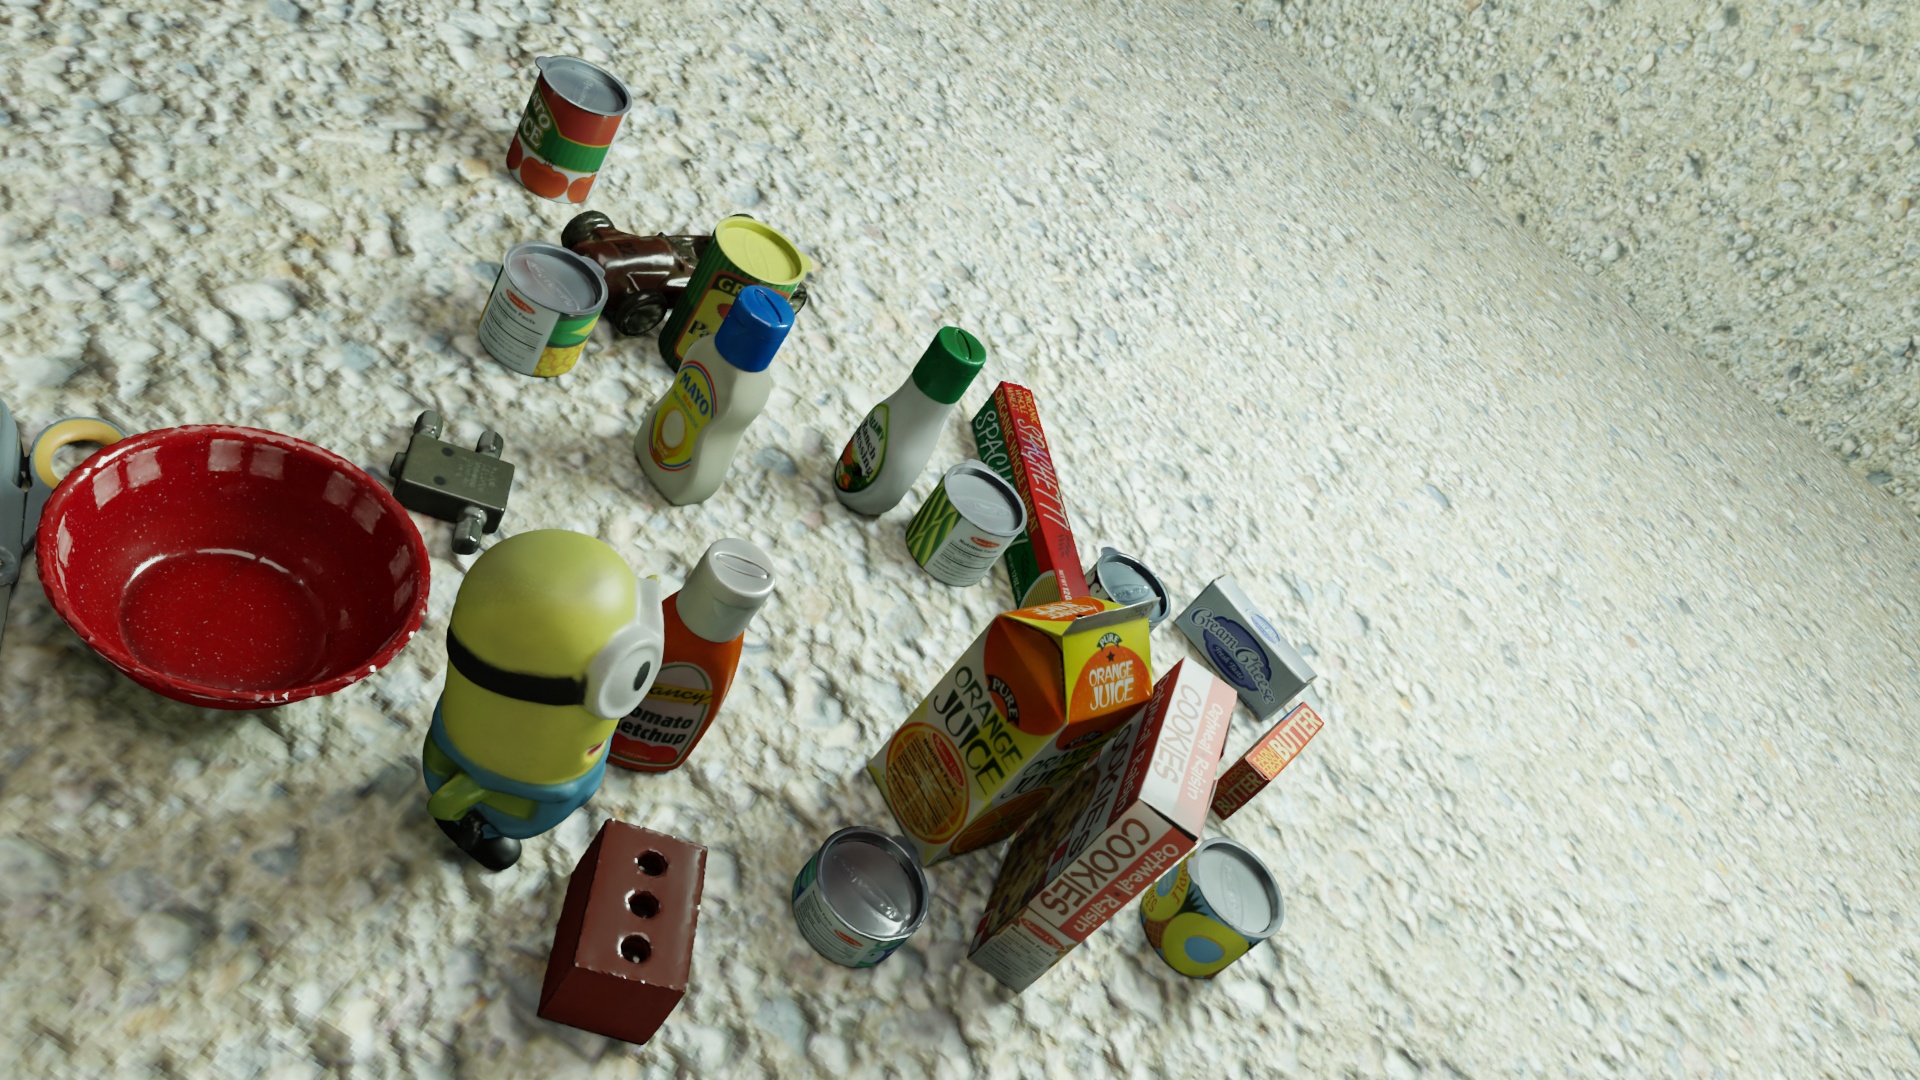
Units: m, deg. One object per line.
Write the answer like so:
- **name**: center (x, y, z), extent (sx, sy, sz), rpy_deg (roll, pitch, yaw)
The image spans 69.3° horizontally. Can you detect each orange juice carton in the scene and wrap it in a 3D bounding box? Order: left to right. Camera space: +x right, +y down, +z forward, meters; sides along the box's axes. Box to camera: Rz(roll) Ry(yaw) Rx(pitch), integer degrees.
- **orange juice carton**: center (0.034, 0.095, 0.764), extent (0.072, 0.191, 0.073), rpy_deg (-7, 55, -45)

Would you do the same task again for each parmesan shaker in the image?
- **parmesan shaker**: center (-0.156, -0.161, 0.955), extent (0.071, 0.102, 0.072), rpy_deg (23, 39, -20)

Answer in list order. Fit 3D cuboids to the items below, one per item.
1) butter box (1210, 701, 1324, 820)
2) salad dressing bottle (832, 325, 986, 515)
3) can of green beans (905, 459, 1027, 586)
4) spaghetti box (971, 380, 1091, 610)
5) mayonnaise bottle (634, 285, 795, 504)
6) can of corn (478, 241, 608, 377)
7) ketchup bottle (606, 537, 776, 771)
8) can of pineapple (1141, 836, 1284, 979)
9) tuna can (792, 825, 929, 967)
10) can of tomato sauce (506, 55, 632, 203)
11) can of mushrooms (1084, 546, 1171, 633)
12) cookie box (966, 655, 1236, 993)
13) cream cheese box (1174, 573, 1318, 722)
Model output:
- **butter box**: center (0.212, 0.153, 0.970), extent (0.024, 0.053, 0.104), rpy_deg (48, 37, 13)
- **salad dressing bottle**: center (-0.034, -0.080, 0.933), extent (0.044, 0.147, 0.064), rpy_deg (13, 43, -31)
- **can of green beans**: center (0.003, -0.011, 0.966), extent (0.071, 0.057, 0.071), rpy_deg (23, 39, -20)
- **spaghetti box**: center (0.051, -0.019, 1.021), extent (0.029, 0.050, 0.251), rpy_deg (15, 42, -28)
- **mayonnaise bottle**: center (-0.149, -0.090, 0.846), extent (0.041, 0.147, 0.065), rpy_deg (-13, 59, -47)
- **can of corn**: center (-0.265, -0.147, 0.886), extent (0.071, 0.058, 0.071), rpy_deg (23, 39, -20)
- **ketchup bottle**: center (-0.139, 0.058, 0.695), extent (0.065, 0.148, 0.044), rpy_deg (21, 39, -23)
- **can of pineapple**: center (0.150, 0.221, 0.839), extent (0.071, 0.057, 0.071), rpy_deg (23, 39, -20)
- **tuna can**: center (-0.051, 0.185, 0.729), extent (0.071, 0.032, 0.071), rpy_deg (23, 39, -20)
- **can of tomato sauce**: center (-0.287, -0.298, 1.009), extent (0.071, 0.082, 0.071), rpy_deg (23, 39, -20)
- **can of mushrooms**: center (0.118, 0.041, 1.027), extent (0.071, 0.033, 0.071), rpy_deg (23, 39, -20)
- **cookie box**: center (0.078, 0.155, 0.758), extent (0.040, 0.166, 0.123), rpy_deg (36, 36, -3)
- **cream cheese box**: center (0.214, 0.081, 1.049), extent (0.024, 0.053, 0.104), rpy_deg (-20, 64, -49)
